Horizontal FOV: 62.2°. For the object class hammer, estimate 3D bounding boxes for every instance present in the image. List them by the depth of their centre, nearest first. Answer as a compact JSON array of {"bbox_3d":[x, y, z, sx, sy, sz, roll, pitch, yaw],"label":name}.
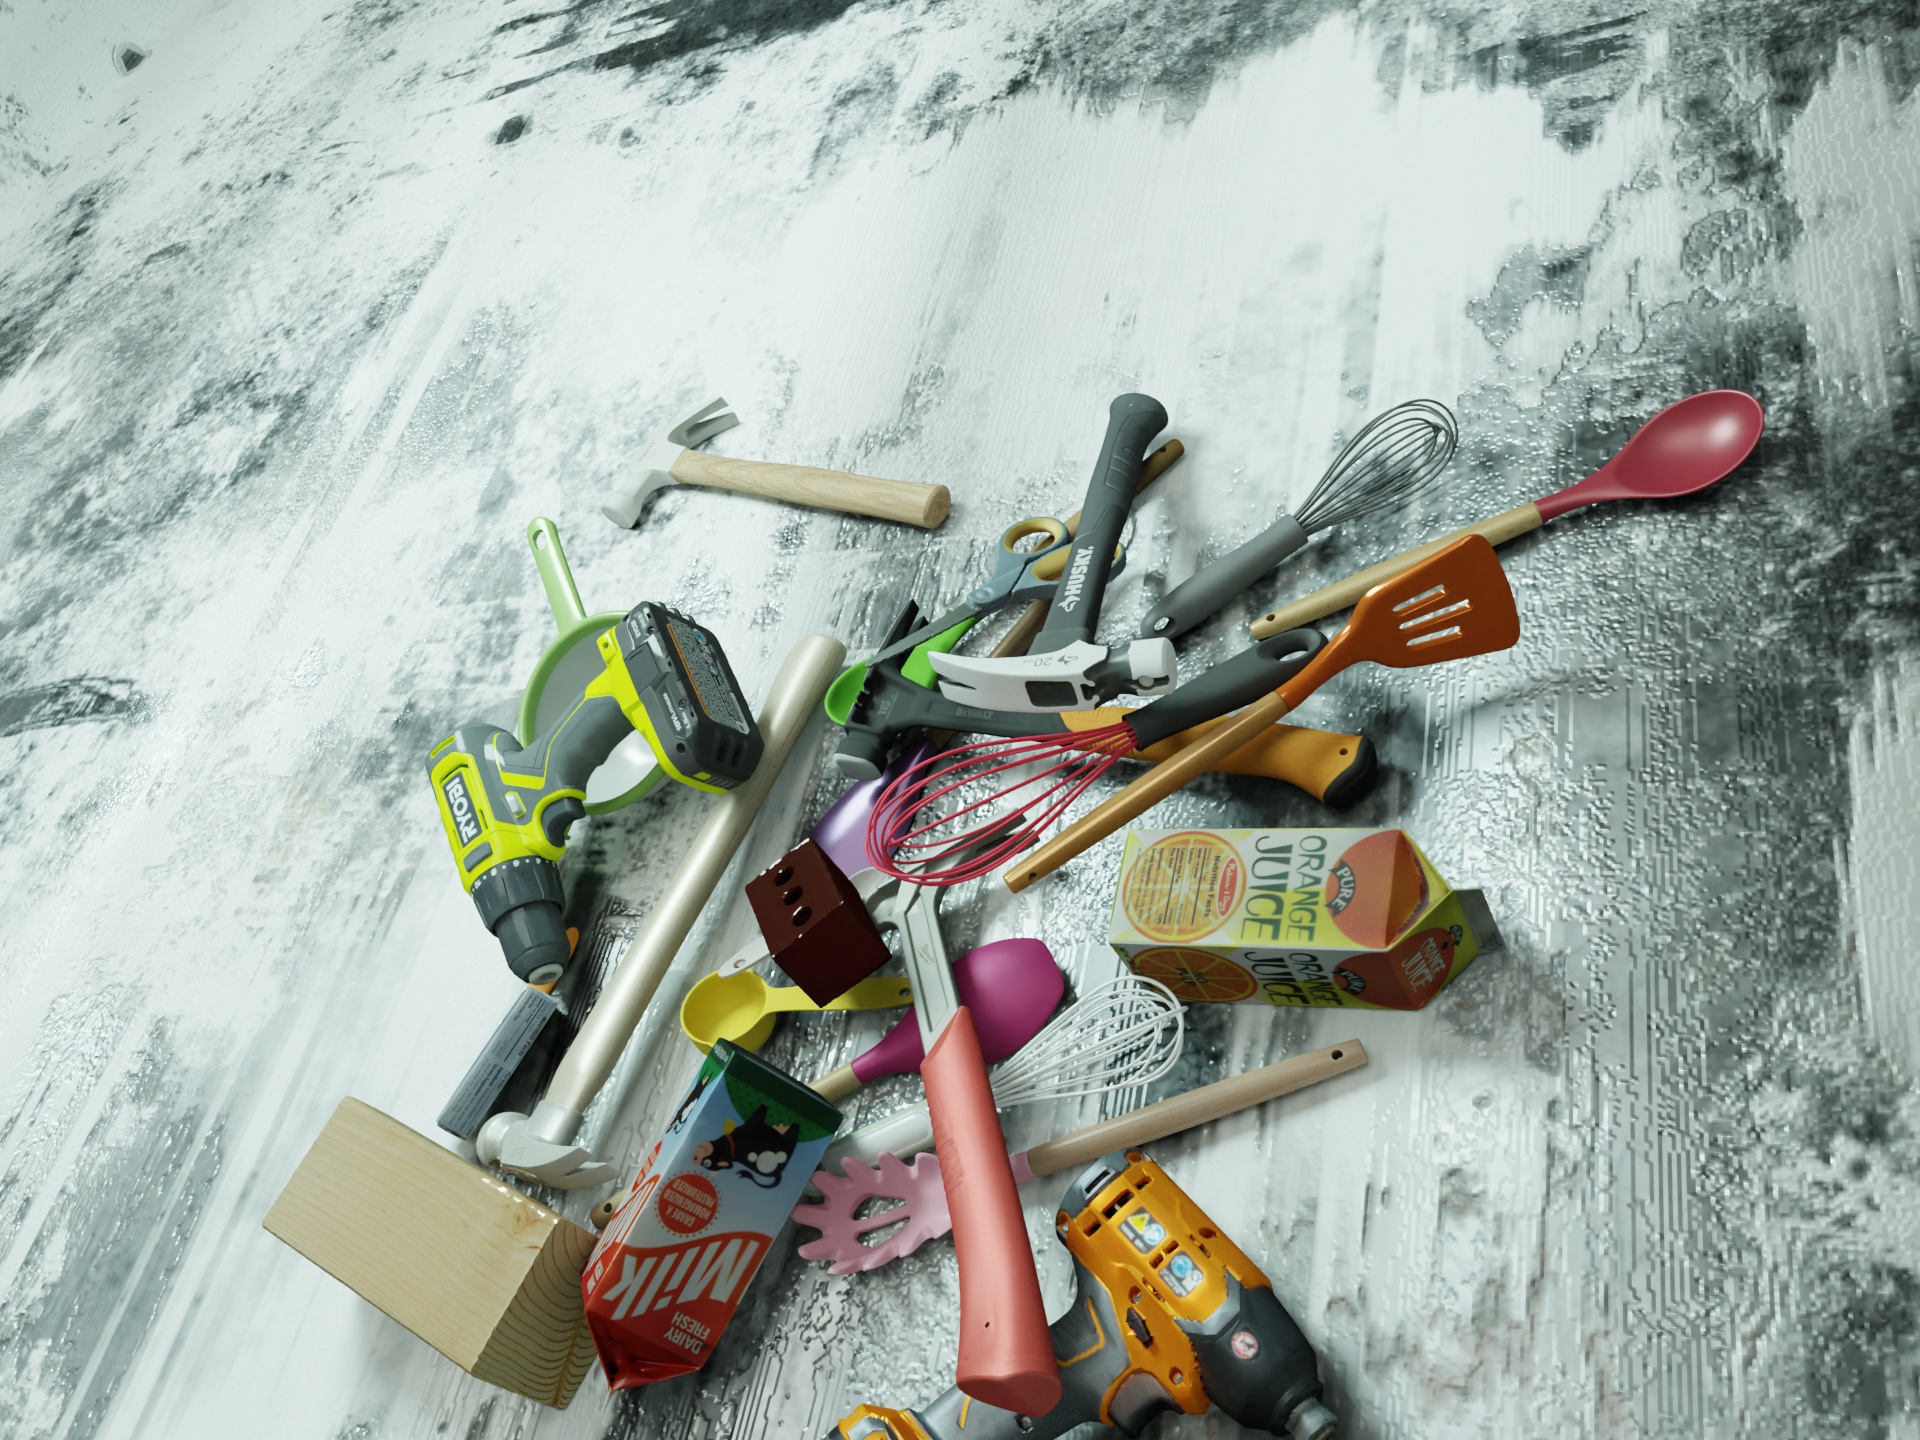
[{"bbox_3d":[0.007,0.189,0.827,0.149,0.036,0.359,-31,33,9],"label":"hammer"},{"bbox_3d":[0.088,-0.001,0.978,0.337,0.034,0.127,8,62,27],"label":"hammer"},{"bbox_3d":[0.083,-0.118,1.019,0.146,0.035,0.335,-6,37,21],"label":"hammer"},{"bbox_3d":[-0.170,0.107,1.031,0.146,0.038,0.411,-14,43,52],"label":"hammer"},{"bbox_3d":[-0.144,-0.194,1.278,0.331,0.031,0.130,14,64,36],"label":"hammer"}]

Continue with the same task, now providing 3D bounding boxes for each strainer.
[{"bbox_3d":[-0.262,-0.042,1.174,0.151,0.069,0.257,-33,62,14],"label":"strainer"}]

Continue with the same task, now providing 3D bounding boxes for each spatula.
[{"bbox_3d":[0.163,0.006,0.886,0.322,0.081,0.041,-34,31,-4],"label":"spatula"},{"bbox_3d":[-0.002,-0.003,1.061,0.060,0.018,0.316,33,76,29],"label":"spatula"}]

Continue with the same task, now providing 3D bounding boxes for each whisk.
[{"bbox_3d":[0.014,0.207,0.874,0.246,0.059,0.058,-28,75,13],"label":"whisk"},{"bbox_3d":[0.081,0.016,0.910,0.296,0.073,0.073,-25,46,-7],"label":"whisk"},{"bbox_3d":[0.213,-0.124,1.017,0.239,0.055,0.055,-36,46,5],"label":"whisk"}]

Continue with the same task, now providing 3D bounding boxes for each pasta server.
[{"bbox_3d":[0.061,0.224,0.839,0.316,0.040,0.060,-22,61,11],"label":"pasta server"}]

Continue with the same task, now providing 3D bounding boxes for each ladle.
[{"bbox_3d":[0.323,-0.115,0.960,0.315,0.031,0.069,-23,45,14],"label":"ladle"}]

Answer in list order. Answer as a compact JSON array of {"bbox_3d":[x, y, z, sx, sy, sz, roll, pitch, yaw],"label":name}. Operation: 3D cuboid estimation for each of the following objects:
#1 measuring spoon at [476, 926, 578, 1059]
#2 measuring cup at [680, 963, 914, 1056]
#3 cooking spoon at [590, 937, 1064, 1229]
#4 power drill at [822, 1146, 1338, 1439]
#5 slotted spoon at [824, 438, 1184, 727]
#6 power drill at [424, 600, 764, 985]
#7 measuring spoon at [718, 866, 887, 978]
[{"bbox_3d":[-0.295,0.190,1.080,0.021,0.011,0.117,13,63,36],"label":"measuring spoon"},{"bbox_3d":[-0.093,0.178,0.974,0.156,0.029,0.062,-6,44,10],"label":"measuring cup"},{"bbox_3d":[-0.082,0.219,0.932,0.319,0.017,0.069,-31,56,7],"label":"cooking spoon"},{"bbox_3d":[0.054,0.328,0.735,0.226,0.084,0.164,-41,46,-10],"label":"power drill"},{"bbox_3d":[0.036,-0.094,1.105,0.314,0.031,0.070,-40,47,-6],"label":"slotted spoon"},{"bbox_3d":[-0.247,0.047,1.058,0.228,0.080,0.191,-36,62,16],"label":"power drill"},{"bbox_3d":[-0.095,0.131,0.997,0.124,0.018,0.034,-30,30,-9],"label":"measuring spoon"}]
